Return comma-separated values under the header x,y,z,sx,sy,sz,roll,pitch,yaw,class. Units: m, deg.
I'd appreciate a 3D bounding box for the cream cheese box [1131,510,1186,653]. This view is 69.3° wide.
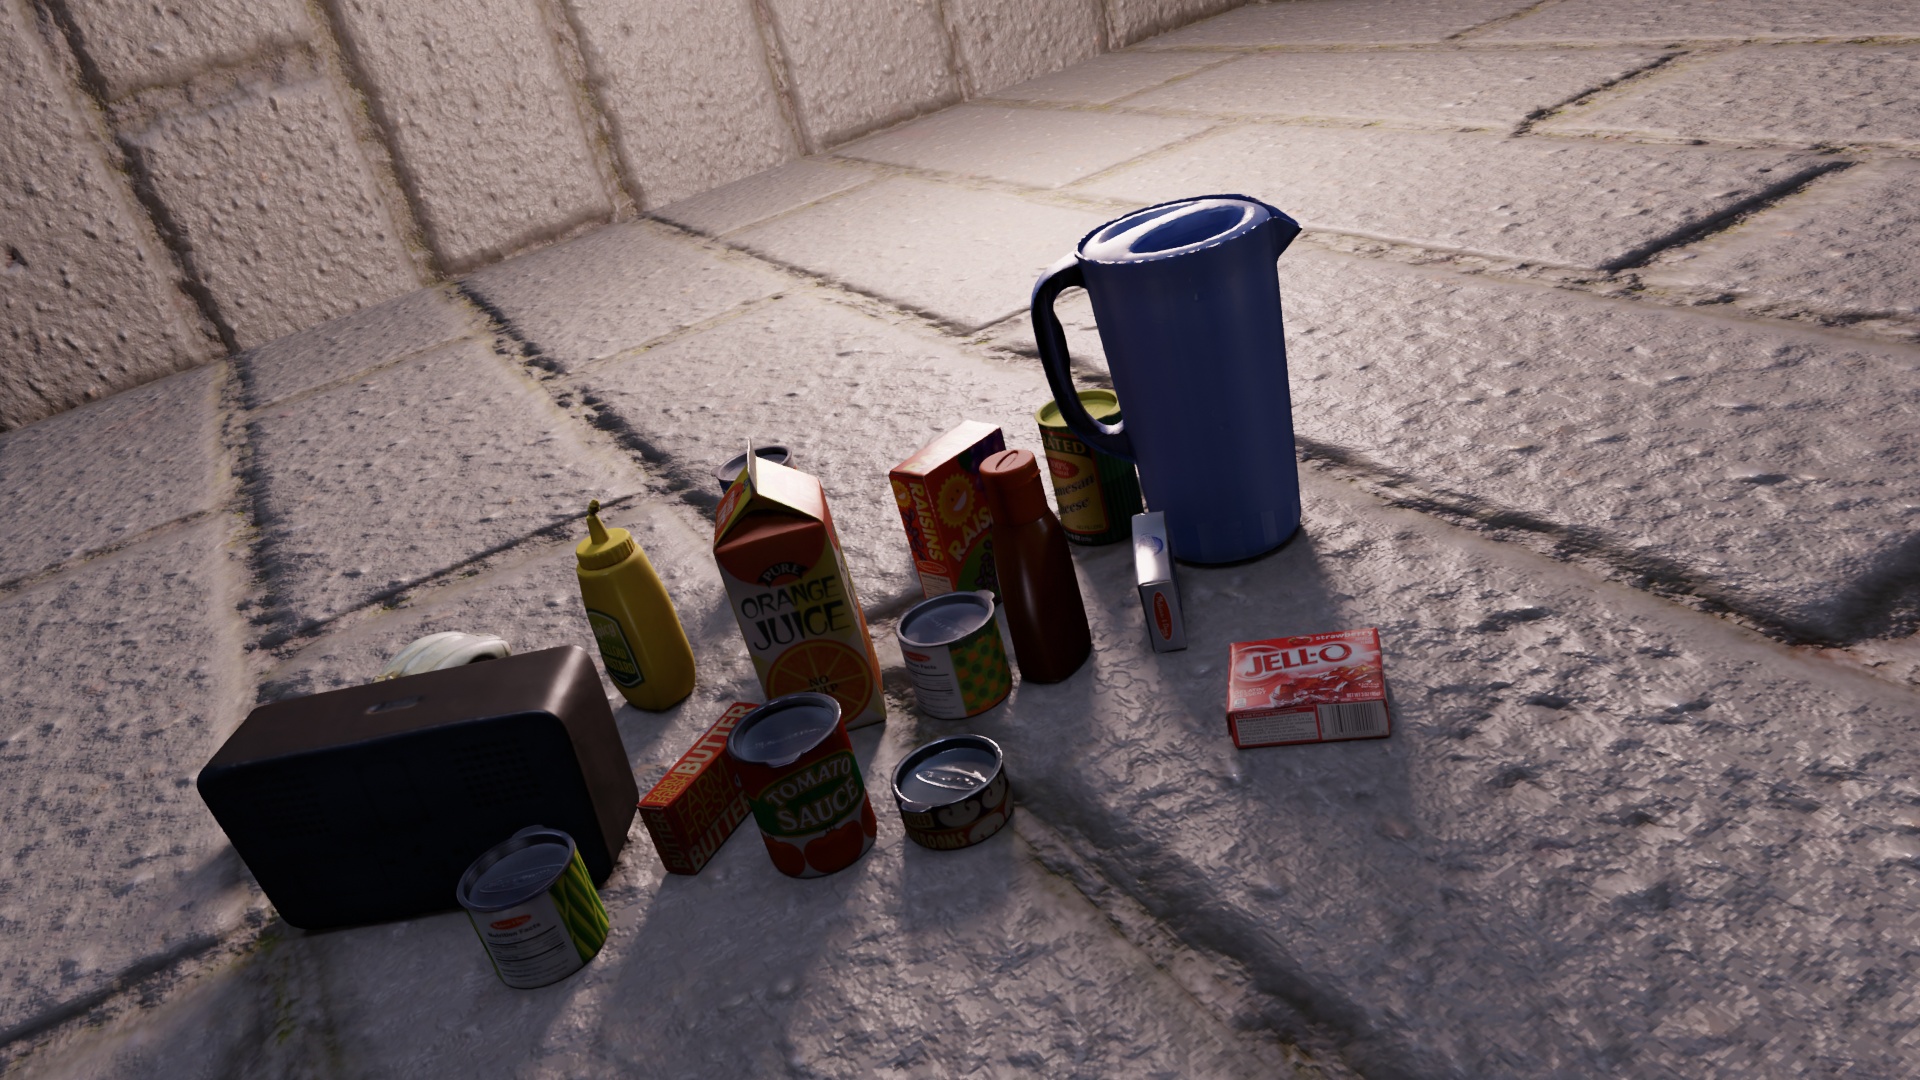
x,y,z,sx,sy,sz,roll,pitch,yaw,class
0.133,0.026,0.934,0.024,0.053,0.104,-11,26,10,cream cheese box

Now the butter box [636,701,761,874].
x,y,z,sx,sy,sz,roll,pitch,yaw,class
-0.149,0.149,0.841,0.024,0.053,0.104,0,30,30,butter box

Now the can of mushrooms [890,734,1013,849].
x,y,z,sx,sy,sz,roll,pitch,yaw,class
-0.006,0.145,0.794,0.071,0.033,0.071,-12,26,6,can of mushrooms

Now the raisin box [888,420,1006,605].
x,y,z,sx,sy,sz,roll,pitch,yaw,class
0.004,-0.013,1.002,0.040,0.123,0.086,11,36,44,raisin box

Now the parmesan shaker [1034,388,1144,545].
x,y,z,sx,sy,sz,roll,pitch,yaw,class
0.102,-0.055,1.057,0.071,0.102,0.071,-12,25,6,parmesan shaker

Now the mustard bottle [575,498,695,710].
x,y,z,sx,sy,sz,roll,pitch,yaw,class
-0.237,0.043,0.979,0.065,0.159,0.049,8,34,40,mustard bottle

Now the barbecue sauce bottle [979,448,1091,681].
x,y,z,sx,sy,sz,roll,pitch,yaw,class
0.047,0.015,0.895,0.043,0.148,0.065,0,29,29,barbecue sauce bottle

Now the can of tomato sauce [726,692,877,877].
x,y,z,sx,sy,sz,roll,pitch,yaw,class
-0.088,0.140,0.791,0.071,0.082,0.071,-12,25,6,can of tomato sauce

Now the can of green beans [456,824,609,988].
x,y,z,sx,sy,sz,roll,pitch,yaw,class
-0.236,0.204,0.772,0.071,0.057,0.071,-12,26,6,can of green beans

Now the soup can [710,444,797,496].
x,y,z,sx,sy,sz,roll,pitch,yaw,class
-0.165,-0.029,1.173,0.071,0.083,0.071,-12,25,6,soup can

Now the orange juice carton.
x,y,z,sx,sy,sz,roll,pitch,yaw,class
-0.108,0.030,0.899,0.073,0.191,0.072,-16,25,0,orange juice carton

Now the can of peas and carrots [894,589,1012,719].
x,y,z,sx,sy,sz,roll,pitch,yaw,class
-0.002,0.073,0.906,0.071,0.058,0.071,-12,26,6,can of peas and carrots
